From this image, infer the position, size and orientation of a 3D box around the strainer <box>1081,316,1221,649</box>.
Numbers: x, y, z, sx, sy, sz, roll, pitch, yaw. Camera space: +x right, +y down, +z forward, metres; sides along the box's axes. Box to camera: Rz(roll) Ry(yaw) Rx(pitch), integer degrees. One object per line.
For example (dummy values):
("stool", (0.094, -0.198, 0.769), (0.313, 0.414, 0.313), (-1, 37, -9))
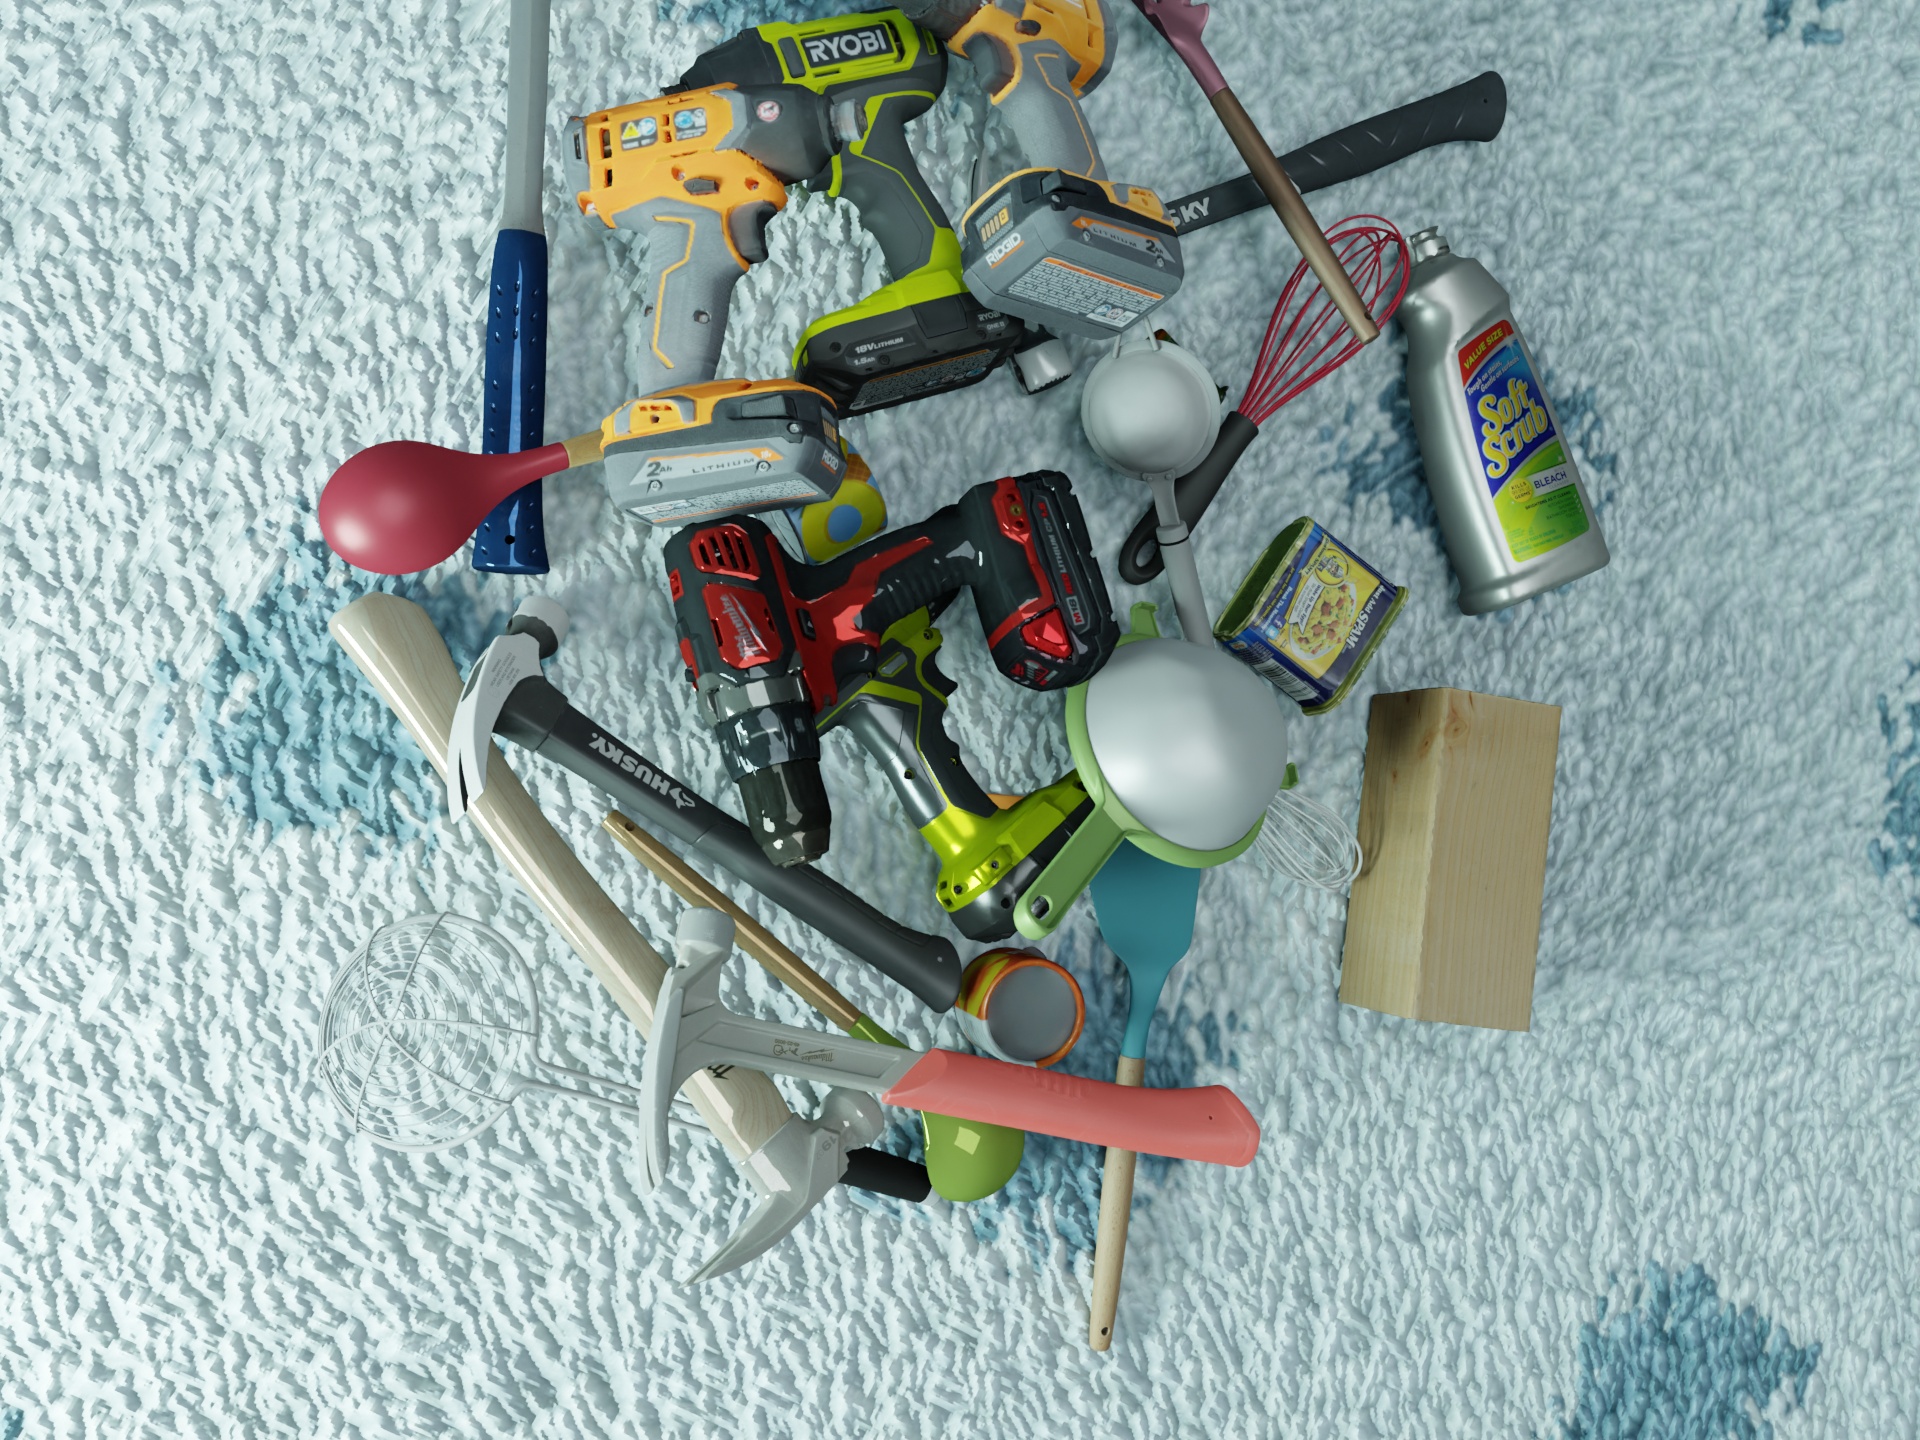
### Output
("strainer", (0.128, -0.121, 0.969), (0.050, 0.087, 0.258), (-53, 132, -53))

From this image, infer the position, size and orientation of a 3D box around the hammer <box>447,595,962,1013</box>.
("hammer", (-0.134, 0.072, 0.898), (0.334, 0.035, 0.146), (36, 39, -18))

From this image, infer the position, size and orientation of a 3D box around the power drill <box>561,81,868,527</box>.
("power drill", (-0.121, -0.229, 0.848), (0.164, 0.084, 0.226), (-8, 83, 11))

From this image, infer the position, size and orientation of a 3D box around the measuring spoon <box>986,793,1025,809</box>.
("measuring spoon", (0.031, 0.056, 0.984), (0.117, 0.011, 0.021), (10, 85, -16))

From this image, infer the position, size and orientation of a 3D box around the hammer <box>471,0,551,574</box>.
("hammer", (-0.254, -0.287, 0.902), (0.144, 0.035, 0.405), (2, 87, -17))

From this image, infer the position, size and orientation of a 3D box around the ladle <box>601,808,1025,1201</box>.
("ladle", (-0.088, 0.165, 0.934), (0.320, 0.062, 0.078), (41, 47, -4))

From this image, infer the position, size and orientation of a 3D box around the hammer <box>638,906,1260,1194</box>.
("hammer", (0.005, 0.211, 0.877), (0.359, 0.036, 0.149), (16, 57, -19))

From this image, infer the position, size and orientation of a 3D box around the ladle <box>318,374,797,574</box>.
("ladle", (-0.198, -0.154, 0.890), (0.315, 0.031, 0.069), (-24, 101, -28))

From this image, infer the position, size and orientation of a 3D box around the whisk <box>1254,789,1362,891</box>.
("whisk", (0.159, 0.024, 1.009), (0.246, 0.059, 0.058), (42, 41, -7))

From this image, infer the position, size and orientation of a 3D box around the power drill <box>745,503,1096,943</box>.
("power drill", (-0.001, -0.003, 0.939), (0.190, 0.080, 0.228), (-41, 93, -23))

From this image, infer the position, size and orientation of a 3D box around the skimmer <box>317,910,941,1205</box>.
("skimmer", (-0.179, 0.215, 0.909), (0.363, 0.090, 0.127), (24, 78, -24))

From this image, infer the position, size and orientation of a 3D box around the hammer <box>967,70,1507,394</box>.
("hammer", (0.189, -0.350, 1.035), (0.409, 0.036, 0.149), (-25, 94, -16))

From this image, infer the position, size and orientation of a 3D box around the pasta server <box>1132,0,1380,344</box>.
("pasta server", (0.180, -0.374, 0.994), (0.060, 0.040, 0.316), (-25, 82, -30))

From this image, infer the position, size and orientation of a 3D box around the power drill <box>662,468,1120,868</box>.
("power drill", (-0.034, -0.033, 0.859), (0.226, 0.080, 0.188), (-14, 80, -17))

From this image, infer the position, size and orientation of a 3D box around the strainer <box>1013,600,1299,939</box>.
("strainer", (0.112, 0.032, 0.891), (0.151, 0.069, 0.256), (49, 46, -4))

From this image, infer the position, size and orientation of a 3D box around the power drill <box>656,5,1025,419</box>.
("power drill", (-0.067, -0.300, 0.931), (0.171, 0.080, 0.223), (-19, 85, -17))

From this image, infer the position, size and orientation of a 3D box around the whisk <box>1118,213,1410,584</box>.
("whisk", (0.194, -0.206, 1.021), (0.073, 0.073, 0.296), (38, 85, -12))

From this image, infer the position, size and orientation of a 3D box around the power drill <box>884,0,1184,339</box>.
("power drill", (0.027, -0.342, 0.895), (0.185, 0.084, 0.226), (4, 67, -42))

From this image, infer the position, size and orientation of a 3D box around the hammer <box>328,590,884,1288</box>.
("hammer", (-0.212, 0.107, 0.860), (0.410, 0.038, 0.146), (52, 45, 0))

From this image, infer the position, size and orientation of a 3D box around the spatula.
("spatula", (0.102, 0.233, 0.995), (0.082, 0.044, 0.317), (7, 91, -17))
